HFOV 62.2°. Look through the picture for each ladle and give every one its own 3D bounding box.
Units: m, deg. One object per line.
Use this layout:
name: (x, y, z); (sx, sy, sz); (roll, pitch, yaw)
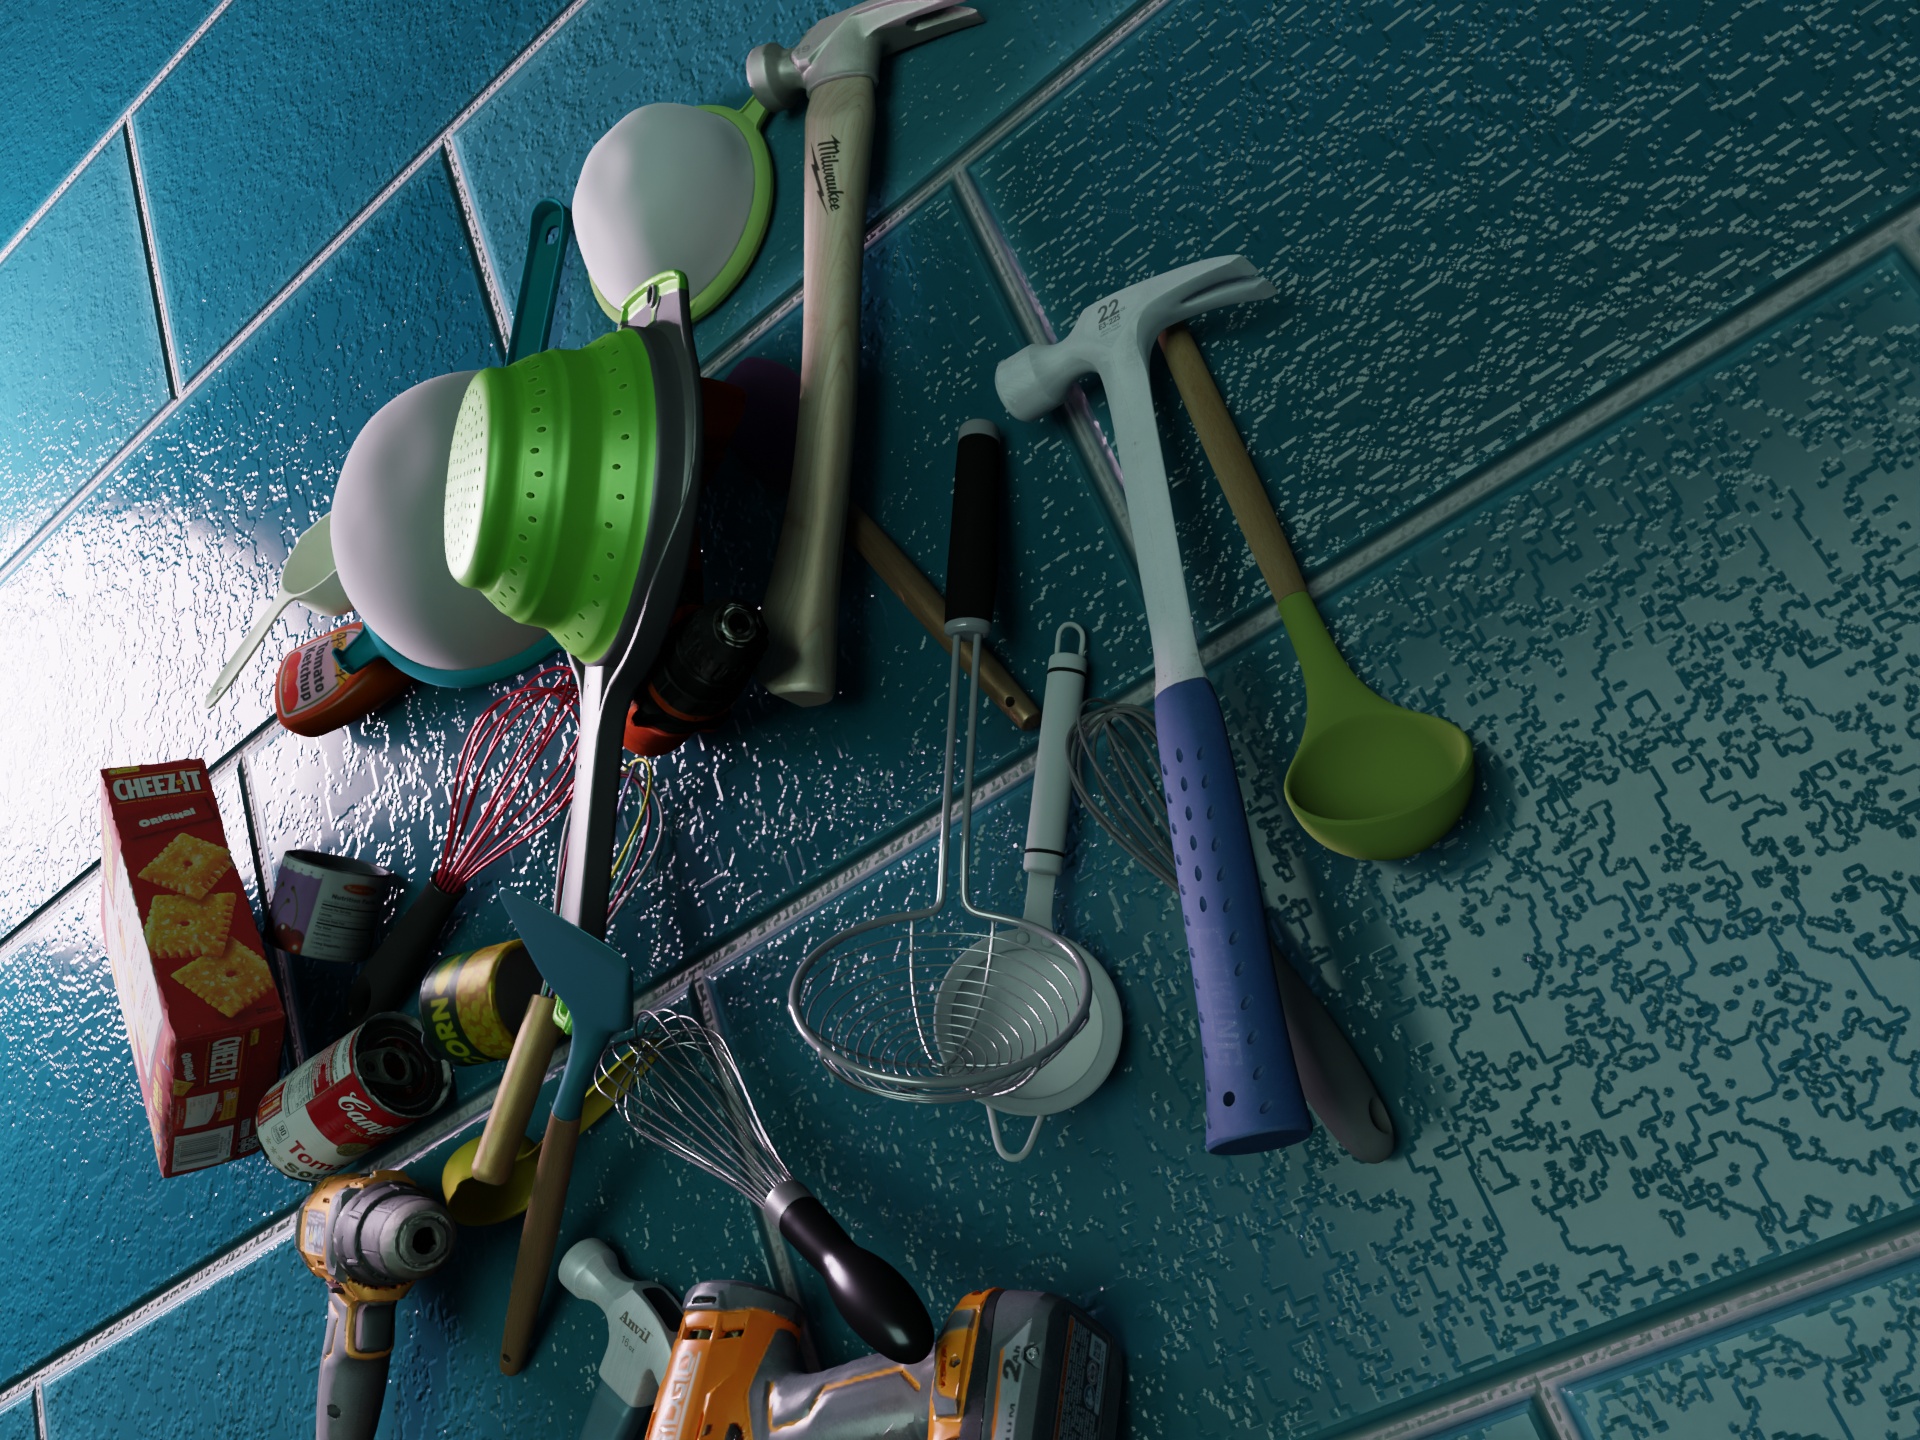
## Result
ladle: (0.139, -0.082, 0.715); (0.078, 0.062, 0.320); (-21, 64, 5)

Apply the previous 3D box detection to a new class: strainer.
strainer: (0.040, 0.076, 0.753); (0.087, 0.050, 0.258); (8, 75, 1)
strainer: (-0.299, -0.194, 0.981); (0.211, 0.095, 0.340); (-1, 72, 21)
strainer: (-0.193, -0.268, 0.962); (0.151, 0.069, 0.256); (-7, 74, 32)

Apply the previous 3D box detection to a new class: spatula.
spatula: (-0.217, 0.227, 0.824); (0.082, 0.044, 0.317); (25, 115, 20)
spatula: (-0.051, -0.103, 0.864); (0.060, 0.018, 0.316); (-47, 58, 12)

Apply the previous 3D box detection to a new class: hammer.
hammer: (-0.064, -0.210, 0.872); (0.146, 0.038, 0.411); (-6, 73, 30)
hammer: (-0.221, 0.455, 0.840); (0.128, 0.033, 0.331); (25, 94, 35)
hammer: (0.098, -0.025, 0.680); (0.144, 0.035, 0.406); (-25, 57, 33)

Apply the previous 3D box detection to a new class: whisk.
whisk: (-0.095, 0.216, 0.760); (0.285, 0.070, 0.070); (28, 95, 49)
whisk: (-0.218, 0.133, 0.879); (0.047, 0.051, 0.245); (9, 72, 25)
whisk: (0.116, 0.086, 0.698); (0.055, 0.055, 0.239); (-40, 65, 19)
whisk: (-0.301, 0.085, 0.964); (0.295, 0.073, 0.073); (-53, 57, 20)

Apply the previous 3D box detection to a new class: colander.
colander: (-0.216, -0.037, 0.817); (0.204, 0.094, 0.397); (7, 91, 62)

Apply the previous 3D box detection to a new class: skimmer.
skimmer: (-0.001, -0.002, 0.728); (0.127, 0.090, 0.364); (1, 64, 6)

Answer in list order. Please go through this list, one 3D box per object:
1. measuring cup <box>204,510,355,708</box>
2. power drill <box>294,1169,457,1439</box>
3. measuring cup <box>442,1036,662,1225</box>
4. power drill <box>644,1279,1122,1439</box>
measuring cup: (-0.446, -0.069, 1.076); (0.083, 0.038, 0.167); (26, 79, 45)
power drill: (-0.323, 0.363, 0.870); (0.185, 0.084, 0.226); (-22, 65, 53)
measuring cup: (-0.228, 0.223, 0.893); (0.156, 0.062, 0.029); (-43, 49, 5)
power drill: (-0.050, 0.334, 0.701); (0.226, 0.084, 0.164); (-13, 46, 31)
